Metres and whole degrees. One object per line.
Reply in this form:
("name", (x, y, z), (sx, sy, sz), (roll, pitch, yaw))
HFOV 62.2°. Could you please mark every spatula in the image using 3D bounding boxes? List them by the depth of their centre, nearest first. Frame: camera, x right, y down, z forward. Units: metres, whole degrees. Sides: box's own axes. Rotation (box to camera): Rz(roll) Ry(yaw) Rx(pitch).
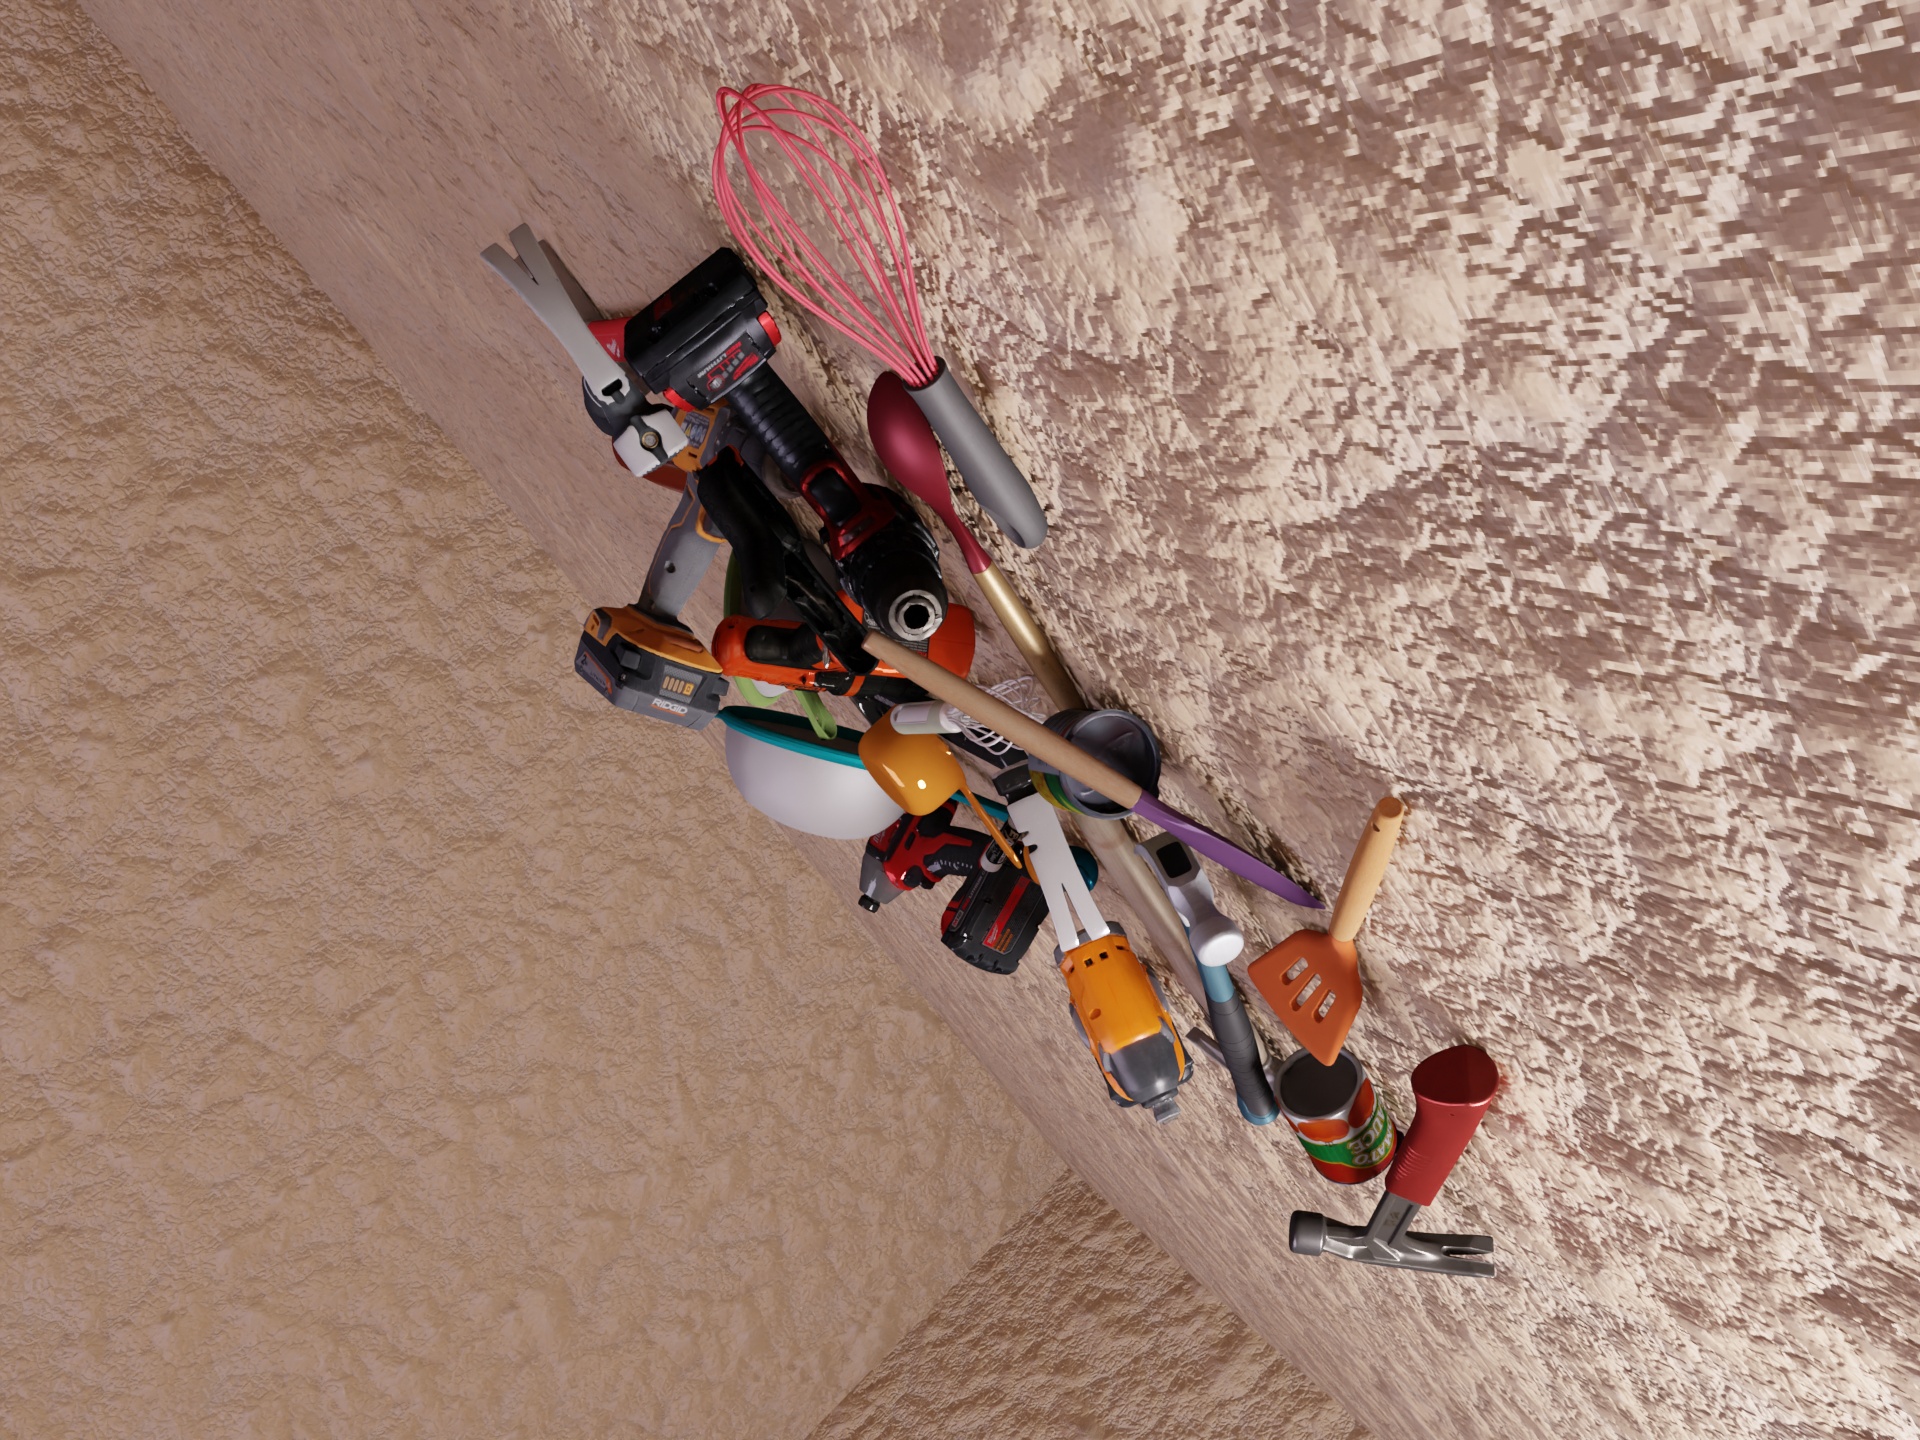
("spatula", (0.208, 0.114, 0.881), (0.081, 0.041, 0.322), (51, 169, 24))
("spatula", (0.081, 0.032, 0.920), (0.315, 0.018, 0.060), (31, 170, -11))

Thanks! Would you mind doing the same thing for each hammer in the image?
("hammer", (0.309, 0.298, 1.040), (0.149, 0.037, 0.358), (4, 147, 7))
("hammer", (-0.242, -0.225, 1.049), (0.149, 0.036, 0.409), (55, 175, -12))
("hammer", (0.180, 0.191, 1.094), (0.330, 0.033, 0.128), (66, 180, -46))
("hammer", (-0.226, -0.283, 1.124), (0.143, 0.038, 0.387), (55, 166, -25))
("hammer", (0.067, 0.109, 1.201), (0.336, 0.034, 0.127), (68, 180, -82))
("hammer", (0.149, 0.150, 1.210), (0.410, 0.038, 0.146), (56, 167, -32))
("hammer", (-0.023, -0.002, 1.317), (0.146, 0.035, 0.335), (55, 165, -28))

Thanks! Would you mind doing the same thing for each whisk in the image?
("whisk", (-0.026, -0.177, 0.747), (0.073, 0.073, 0.295), (35, 169, 44))
("whisk", (-0.002, -0.004, 1.150), (0.059, 0.058, 0.246), (26, 169, -20))

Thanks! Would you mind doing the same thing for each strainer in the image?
("strainer", (-0.120, -0.057, 1.306), (0.069, 0.152, 0.256), (0, 147, 14))
("strainer", (-0.083, 0.075, 1.457), (0.341, 0.095, 0.211), (20, -174, 34))

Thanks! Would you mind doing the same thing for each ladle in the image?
("ladle", (0.024, -0.076, 0.953), (0.069, 0.031, 0.315), (42, 170, 52))

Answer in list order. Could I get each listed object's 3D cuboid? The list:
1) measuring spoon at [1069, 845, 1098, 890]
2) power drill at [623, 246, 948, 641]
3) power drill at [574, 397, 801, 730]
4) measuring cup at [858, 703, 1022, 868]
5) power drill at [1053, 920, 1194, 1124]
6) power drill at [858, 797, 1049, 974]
("measuring spoon", (0.102, 0.118, 1.254), (0.128, 0.021, 0.042), (138, 107, -88))
("power drill", (-0.088, -0.147, 0.902), (0.226, 0.080, 0.188), (51, -175, -24))
("power drill", (-0.176, -0.111, 1.095), (0.084, 0.226, 0.185), (18, -174, -34))
("measuring cup", (-0.018, 0.069, 1.306), (0.173, 0.052, 0.095), (53, 166, -9))
("power drill", (0.145, 0.268, 1.347), (0.226, 0.084, 0.164), (63, -177, -70))
("power drill", (-0.015, 0.146, 1.494), (0.078, 0.143, 0.220), (31, 178, -38))
